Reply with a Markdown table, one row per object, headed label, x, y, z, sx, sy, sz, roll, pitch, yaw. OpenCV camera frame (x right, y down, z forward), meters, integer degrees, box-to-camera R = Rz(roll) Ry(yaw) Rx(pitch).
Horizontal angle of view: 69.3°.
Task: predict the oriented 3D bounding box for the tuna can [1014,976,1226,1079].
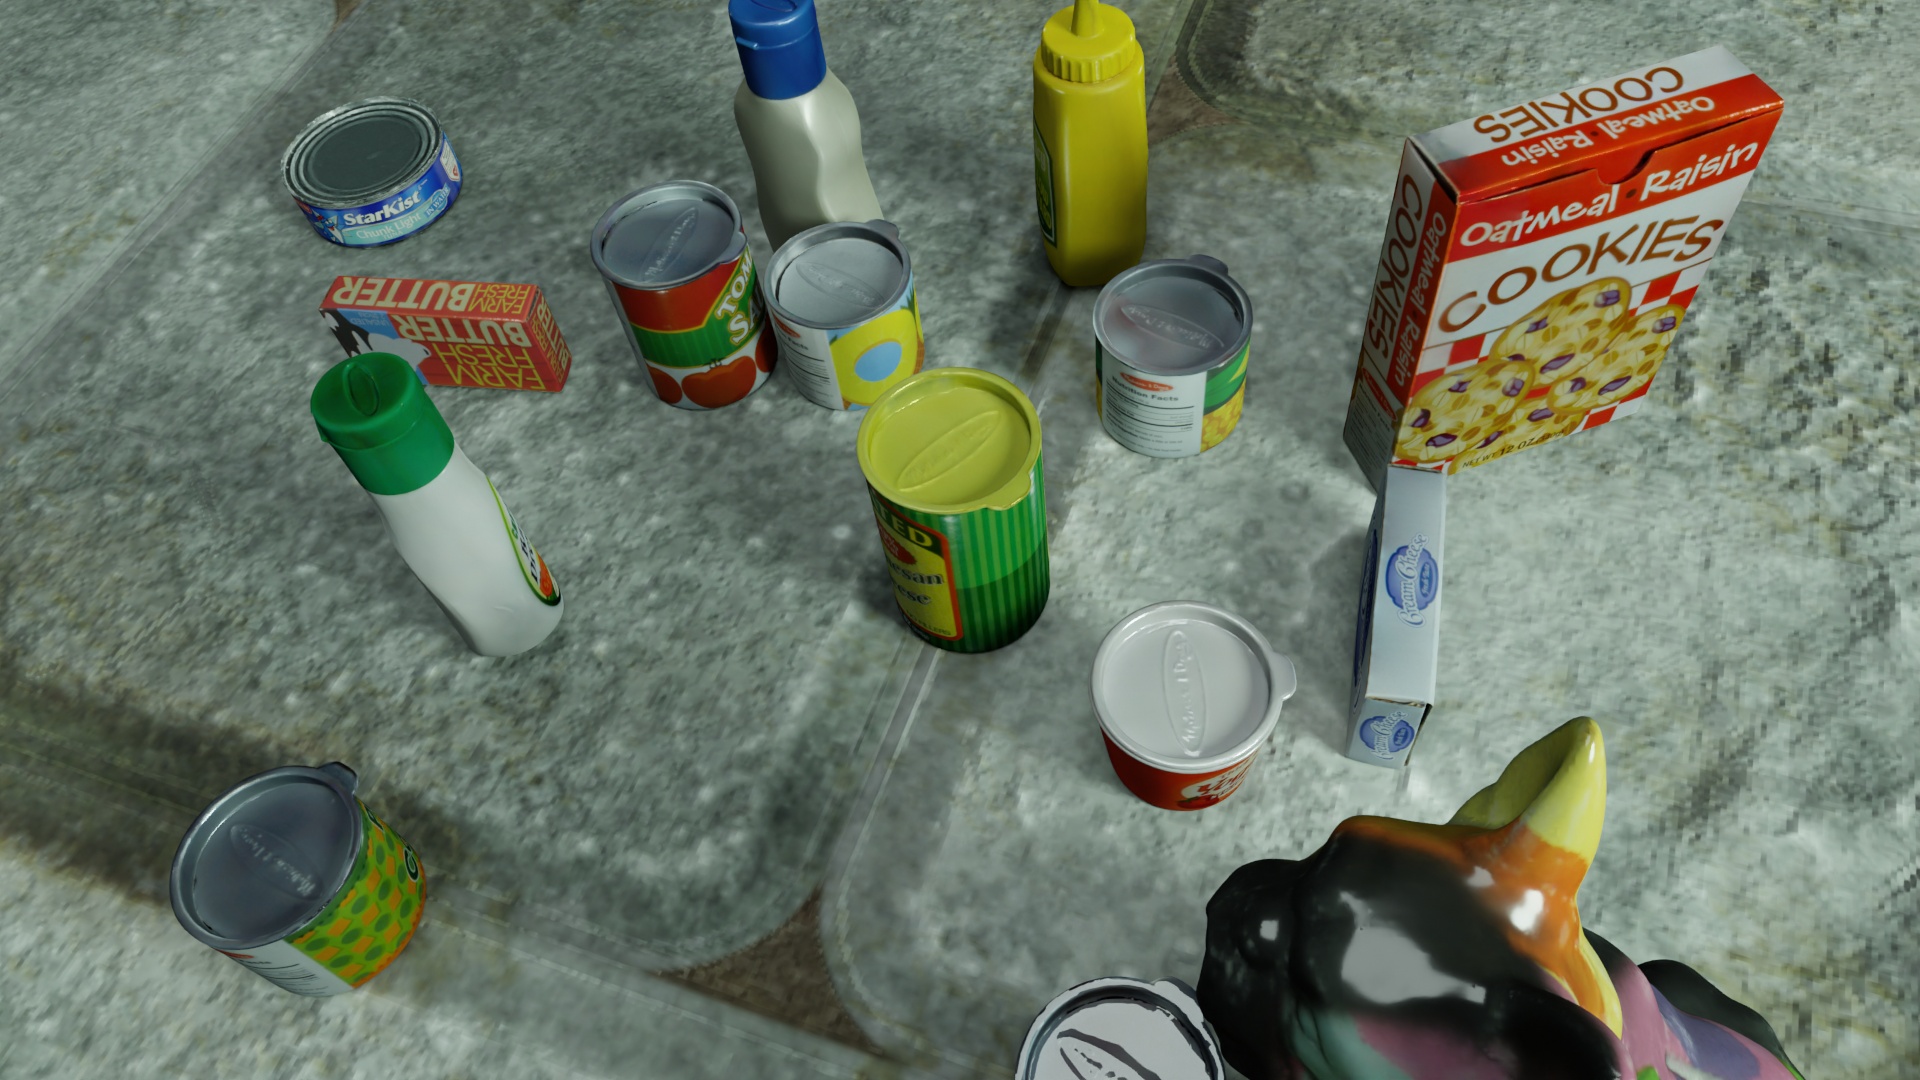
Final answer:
| label | x | y | z | sx | sy | sz | roll | pitch | yaw |
| --- | --- | --- | --- | --- | --- | --- | --- | --- | --- |
| tuna can | 0.053 | 0.176 | 0.446 | 0.071 | 0.032 | 0.071 | -3 | 55 | 4 |

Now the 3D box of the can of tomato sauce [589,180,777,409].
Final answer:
| label | x | y | z | sx | sy | sz | roll | pitch | yaw |
| --- | --- | --- | --- | --- | --- | --- | --- | --- | --- |
| can of tomato sauce | -0.121 | -0.110 | 0.631 | 0.071 | 0.082 | 0.071 | -3 | 55 | 4 |

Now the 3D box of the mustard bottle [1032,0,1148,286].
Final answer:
| label | x | y | z | sx | sy | sz | roll | pitch | yaw |
| --- | --- | --- | --- | --- | --- | --- | --- | --- | --- |
| mustard bottle | 0.057 | -0.186 | 0.618 | 0.049 | 0.159 | 0.065 | -12 | 55 | -2 |

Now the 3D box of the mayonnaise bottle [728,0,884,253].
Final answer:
| label | x | y | z | sx | sy | sz | roll | pitch | yaw |
| --- | --- | --- | --- | --- | --- | --- | --- | --- | --- |
| mayonnaise bottle | -0.072 | -0.184 | 0.638 | 0.065 | 0.147 | 0.041 | 28 | 63 | 23 |

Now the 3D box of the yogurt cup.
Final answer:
| label | x | y | z | sx | sy | sz | roll | pitch | yaw |
| --- | --- | --- | --- | --- | --- | --- | --- | --- | --- |
| yogurt cup | 0.081 | 0.063 | 0.508 | 0.072 | 0.053 | 0.073 | -3 | 55 | 4 |

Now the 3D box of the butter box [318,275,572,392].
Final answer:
| label | x | y | z | sx | sy | sz | roll | pitch | yaw |
| --- | --- | --- | --- | --- | --- | --- | --- | --- | --- |
| butter box | -0.240 | -0.097 | 0.654 | 0.103 | 0.053 | 0.024 | 4 | 56 | 9 |

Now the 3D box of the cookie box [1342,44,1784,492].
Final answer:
| label | x | y | z | sx | sy | sz | roll | pitch | yaw |
| --- | --- | --- | --- | --- | --- | --- | --- | --- | --- |
| cookie box | 0.222 | -0.095 | 0.533 | 0.123 | 0.166 | 0.040 | -18 | 56 | -6 |

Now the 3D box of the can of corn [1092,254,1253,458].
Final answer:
| label | x | y | z | sx | sy | sz | roll | pitch | yaw |
| --- | --- | --- | --- | --- | --- | --- | --- | --- | --- |
| can of corn | 0.092 | -0.080 | 0.603 | 0.071 | 0.058 | 0.071 | -3 | 55 | 4 |

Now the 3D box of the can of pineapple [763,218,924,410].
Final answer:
| label | x | y | z | sx | sy | sz | roll | pitch | yaw |
| --- | --- | --- | --- | --- | --- | --- | --- | --- | --- |
| can of pineapple | -0.050 | -0.103 | 0.634 | 0.071 | 0.057 | 0.071 | -3 | 55 | 4 |

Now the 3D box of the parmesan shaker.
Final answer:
| label | x | y | z | sx | sy | sz | roll | pitch | yaw |
| --- | --- | --- | --- | --- | --- | --- | --- | --- | --- |
| parmesan shaker | 0.002 | -0.007 | 0.535 | 0.071 | 0.102 | 0.071 | -3 | 55 | 4 |

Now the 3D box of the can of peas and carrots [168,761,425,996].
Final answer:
| label | x | y | z | sx | sy | sz | roll | pitch | yaw |
| --- | --- | --- | --- | --- | --- | --- | --- | --- | --- |
| can of peas and carrots | -0.234 | 0.121 | 0.499 | 0.071 | 0.058 | 0.071 | -3 | 55 | 4 |

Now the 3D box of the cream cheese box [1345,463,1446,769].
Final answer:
| label | x | y | z | sx | sy | sz | roll | pitch | yaw |
| --- | --- | --- | --- | --- | --- | --- | --- | --- | --- |
| cream cheese box | 0.164 | 0.028 | 0.523 | 0.024 | 0.053 | 0.104 | 8 | 57 | 12 |

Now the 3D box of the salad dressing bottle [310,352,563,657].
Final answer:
| label | x | y | z | sx | sy | sz | roll | pitch | yaw |
| --- | --- | --- | --- | --- | --- | --- | --- | --- | --- |
| salad dressing bottle | -0.197 | -0.010 | 0.532 | 0.044 | 0.147 | 0.064 | -27 | 57 | -12 |
